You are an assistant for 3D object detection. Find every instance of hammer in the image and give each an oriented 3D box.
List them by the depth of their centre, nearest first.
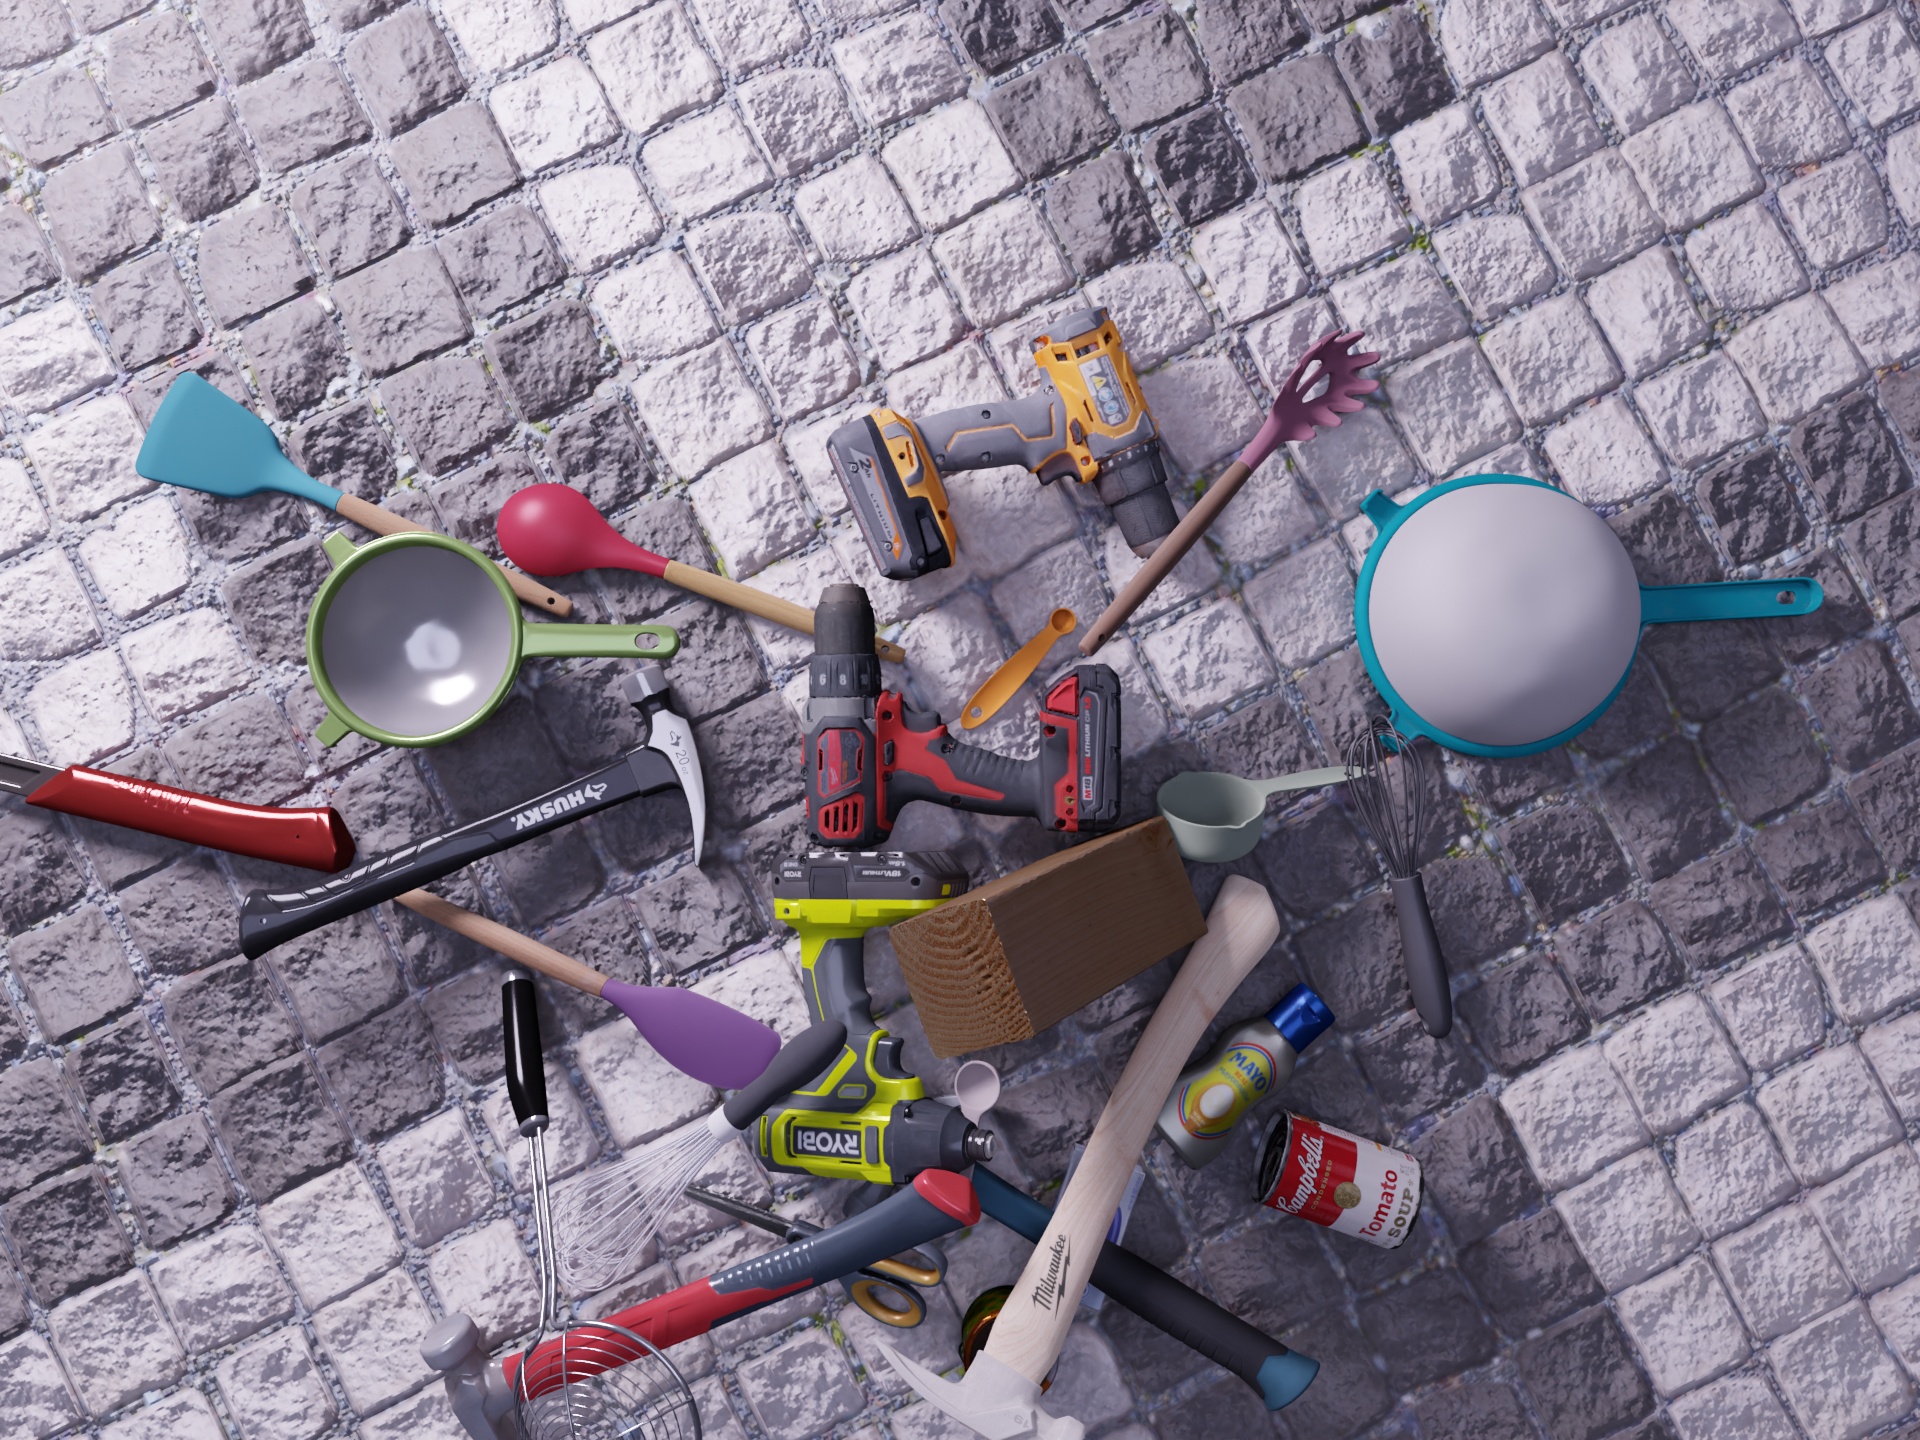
[{"bbox_3d":[-0.160,0.401,1.062,0.386,0.038,0.143,-24,107,8],"label":"hammer"},{"bbox_3d":[0.099,0.281,1.079,0.146,0.038,0.411,27,70,10],"label":"hammer"},{"bbox_3d":[0.088,0.369,1.093,0.331,0.033,0.128,28,87,13],"label":"hammer"},{"bbox_3d":[-0.338,0.089,1.115,0.335,0.035,0.146,-23,87,-11],"label":"hammer"},{"bbox_3d":[-0.614,0.063,1.133,0.359,0.036,0.149,14,86,0],"label":"hammer"}]

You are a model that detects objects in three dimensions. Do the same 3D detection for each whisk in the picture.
[{"bbox_3d":[-0.180,0.293,1.079,0.284,0.070,0.070,-41,88,13],"label":"whisk"},{"bbox_3d":[0.320,0.113,1.134,0.055,0.055,0.239,-13,94,-2],"label":"whisk"}]

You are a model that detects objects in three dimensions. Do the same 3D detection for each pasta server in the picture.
[{"bbox_3d":[0.190,-0.162,1.135,0.316,0.040,0.060,-48,113,-15],"label":"pasta server"}]

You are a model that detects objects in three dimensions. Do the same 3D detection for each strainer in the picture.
[{"bbox_3d":[-0.325,-0.054,1.129,0.256,0.069,0.151,0,85,-2],"label":"strainer"},{"bbox_3d":[0.460,-0.084,1.131,0.340,0.095,0.211,-3,86,0],"label":"strainer"}]

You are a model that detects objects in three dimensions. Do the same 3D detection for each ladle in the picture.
[{"bbox_3d":[-0.189,-0.100,1.157,0.315,0.031,0.069,20,87,-1],"label":"ladle"}]

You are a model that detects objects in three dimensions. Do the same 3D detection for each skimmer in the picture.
[{"bbox_3d":[-0.252,0.328,1.046,0.127,0.090,0.364,-37,48,20],"label":"skimmer"}]

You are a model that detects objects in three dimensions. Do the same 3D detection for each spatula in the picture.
[{"bbox_3d":[-0.271,0.179,1.113,0.316,0.018,0.059,23,102,11],"label":"spatula"},{"bbox_3d":[-0.427,-0.146,1.147,0.317,0.044,0.082,25,86,0],"label":"spatula"}]

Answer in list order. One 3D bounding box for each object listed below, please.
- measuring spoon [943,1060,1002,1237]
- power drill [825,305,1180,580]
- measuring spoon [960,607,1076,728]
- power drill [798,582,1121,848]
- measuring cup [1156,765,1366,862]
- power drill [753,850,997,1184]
[{"bbox_3d":[0.005,0.295,1.096,0.034,0.018,0.124,13,91,26],"label":"measuring spoon"},{"bbox_3d":[0.039,-0.172,1.140,0.226,0.084,0.185,-24,95,-7],"label":"power drill"},{"bbox_3d":[0.042,-0.037,1.165,0.021,0.011,0.117,43,90,-2],"label":"measuring spoon"},{"bbox_3d":[-0.002,-0.004,1.124,0.226,0.080,0.188,0,92,2],"label":"power drill"},{"bbox_3d":[0.218,0.063,1.142,0.167,0.083,0.038,-10,119,-19],"label":"measuring cup"},{"bbox_3d":[-0.057,0.202,1.091,0.171,0.080,0.223,-3,86,24],"label":"power drill"}]
